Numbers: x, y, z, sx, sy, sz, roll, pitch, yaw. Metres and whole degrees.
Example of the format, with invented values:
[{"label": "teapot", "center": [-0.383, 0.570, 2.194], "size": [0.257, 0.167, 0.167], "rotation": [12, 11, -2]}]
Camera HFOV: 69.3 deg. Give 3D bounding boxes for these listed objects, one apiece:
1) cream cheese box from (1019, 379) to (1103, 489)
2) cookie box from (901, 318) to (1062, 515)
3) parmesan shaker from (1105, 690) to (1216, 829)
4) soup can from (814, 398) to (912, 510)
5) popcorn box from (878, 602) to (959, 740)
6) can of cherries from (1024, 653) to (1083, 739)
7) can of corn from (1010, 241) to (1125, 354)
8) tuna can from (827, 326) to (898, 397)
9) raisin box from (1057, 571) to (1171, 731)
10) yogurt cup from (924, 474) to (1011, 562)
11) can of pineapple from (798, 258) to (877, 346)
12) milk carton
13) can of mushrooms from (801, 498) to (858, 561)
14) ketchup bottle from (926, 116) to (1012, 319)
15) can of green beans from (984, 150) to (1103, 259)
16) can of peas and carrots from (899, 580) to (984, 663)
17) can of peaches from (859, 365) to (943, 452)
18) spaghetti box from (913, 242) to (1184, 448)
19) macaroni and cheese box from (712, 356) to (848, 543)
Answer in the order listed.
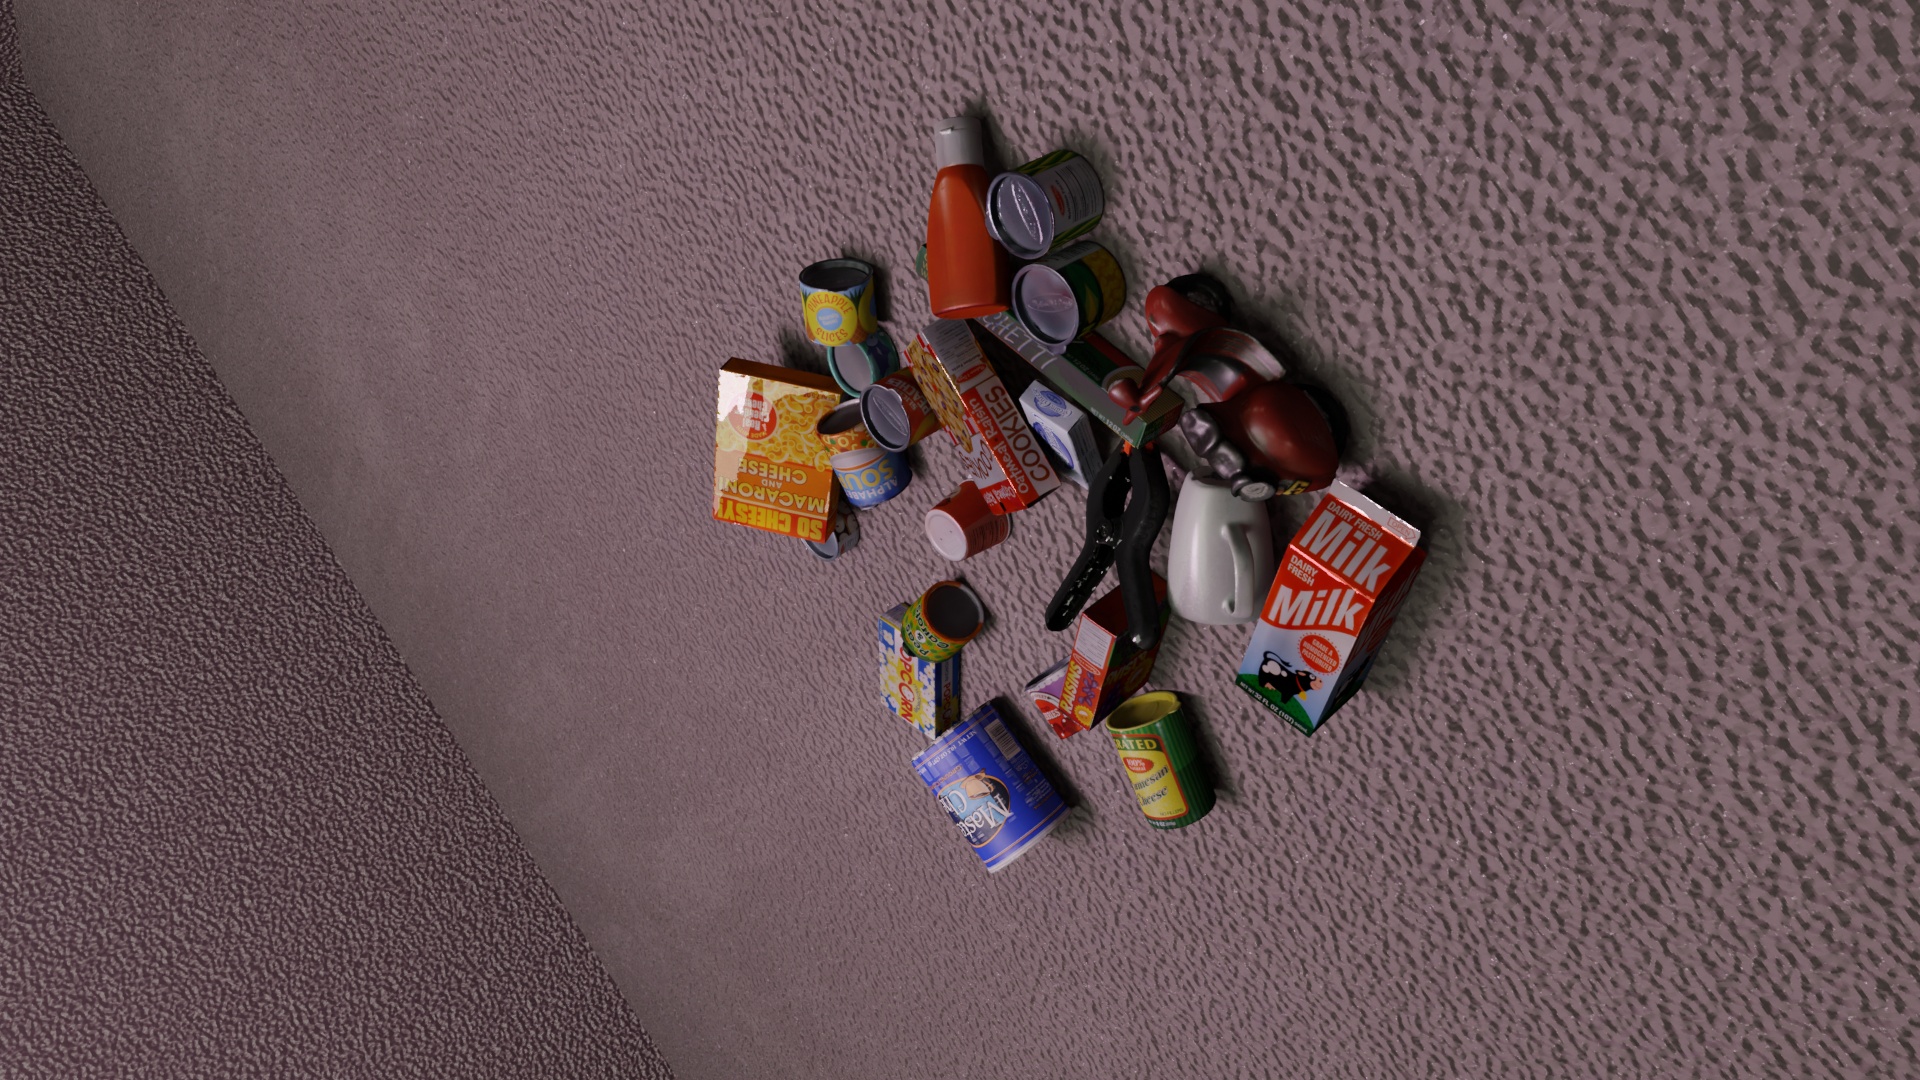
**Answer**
[{"label": "cream cheese box", "center": [0.083, -0.084, 1.114], "size": [0.053, 0.024, 0.103], "rotation": [38, 170, 27]}, {"label": "cookie box", "center": [0.014, -0.103, 1.167], "size": [0.167, 0.040, 0.123], "rotation": [60, 170, -3]}, {"label": "parmesan shaker", "center": [0.178, 0.192, 1.212], "size": [0.071, 0.071, 0.103], "rotation": [-6, 111, 52]}, {"label": "soup can", "center": [-0.092, -0.082, 1.310], "size": [0.071, 0.072, 0.083], "rotation": [11, 136, 45]}, {"label": "popcorn box", "center": [-0.043, 0.138, 1.459], "size": [0.085, 0.038, 0.126], "rotation": [30, 136, 32]}, {"label": "can of cherries", "center": [0.099, 0.141, 1.262], "size": [0.058, 0.072, 0.071], "rotation": [56, 145, 1]}, {"label": "can of corn", "center": [0.083, -0.184, 1.049], "size": [0.071, 0.058, 0.070], "rotation": [29, 136, 33]}, {"label": "tuna can", "center": [-0.091, -0.166, 1.292], "size": [0.071, 0.033, 0.070], "rotation": [30, 136, 34]}, {"label": "raisin box", "center": [0.131, 0.093, 1.176], "size": [0.040, 0.086, 0.122], "rotation": [35, 139, 26]}, {"label": "yogurt cup", "center": [0.005, -0.016, 1.273], "size": [0.072, 0.054, 0.072], "rotation": [30, 137, 33]}, {"label": "can of pineapple", "center": [-0.110, -0.213, 1.247], "size": [0.071, 0.071, 0.057], "rotation": [26, 135, 36]}, {"label": "milk carton", "center": [0.266, 0.044, 0.989], "size": [0.072, 0.074, 0.189], "rotation": [37, 139, 27]}, {"label": "can of mushrooms", "center": [-0.141, -0.016, 1.464], "size": [0.071, 0.033, 0.070], "rotation": [30, 137, 33]}, {"label": "ketchup bottle", "center": [0.003, -0.248, 1.067], "size": [0.064, 0.043, 0.148], "rotation": [-5, 89, 30]}, {"label": "can of green beans", "center": [0.062, -0.248, 1.025], "size": [0.071, 0.058, 0.071], "rotation": [30, 136, 33]}, {"label": "can of peas and carrots", "center": [-0.020, 0.081, 1.359], "size": [0.071, 0.071, 0.058], "rotation": [53, 144, 6]}, {"label": "can of peaches", "center": [-0.047, -0.122, 1.252], "size": [0.071, 0.058, 0.071], "rotation": [29, 135, 34]}, {"label": "spaghetti box", "center": [0.065, -0.163, 1.093], "size": [0.250, 0.050, 0.028], "rotation": [42, 140, 22]}, {"label": "macaroni and cheese box", "center": [-0.179, -0.089, 1.379], "size": [0.124, 0.040, 0.165], "rotation": [13, 120, 7]}]
